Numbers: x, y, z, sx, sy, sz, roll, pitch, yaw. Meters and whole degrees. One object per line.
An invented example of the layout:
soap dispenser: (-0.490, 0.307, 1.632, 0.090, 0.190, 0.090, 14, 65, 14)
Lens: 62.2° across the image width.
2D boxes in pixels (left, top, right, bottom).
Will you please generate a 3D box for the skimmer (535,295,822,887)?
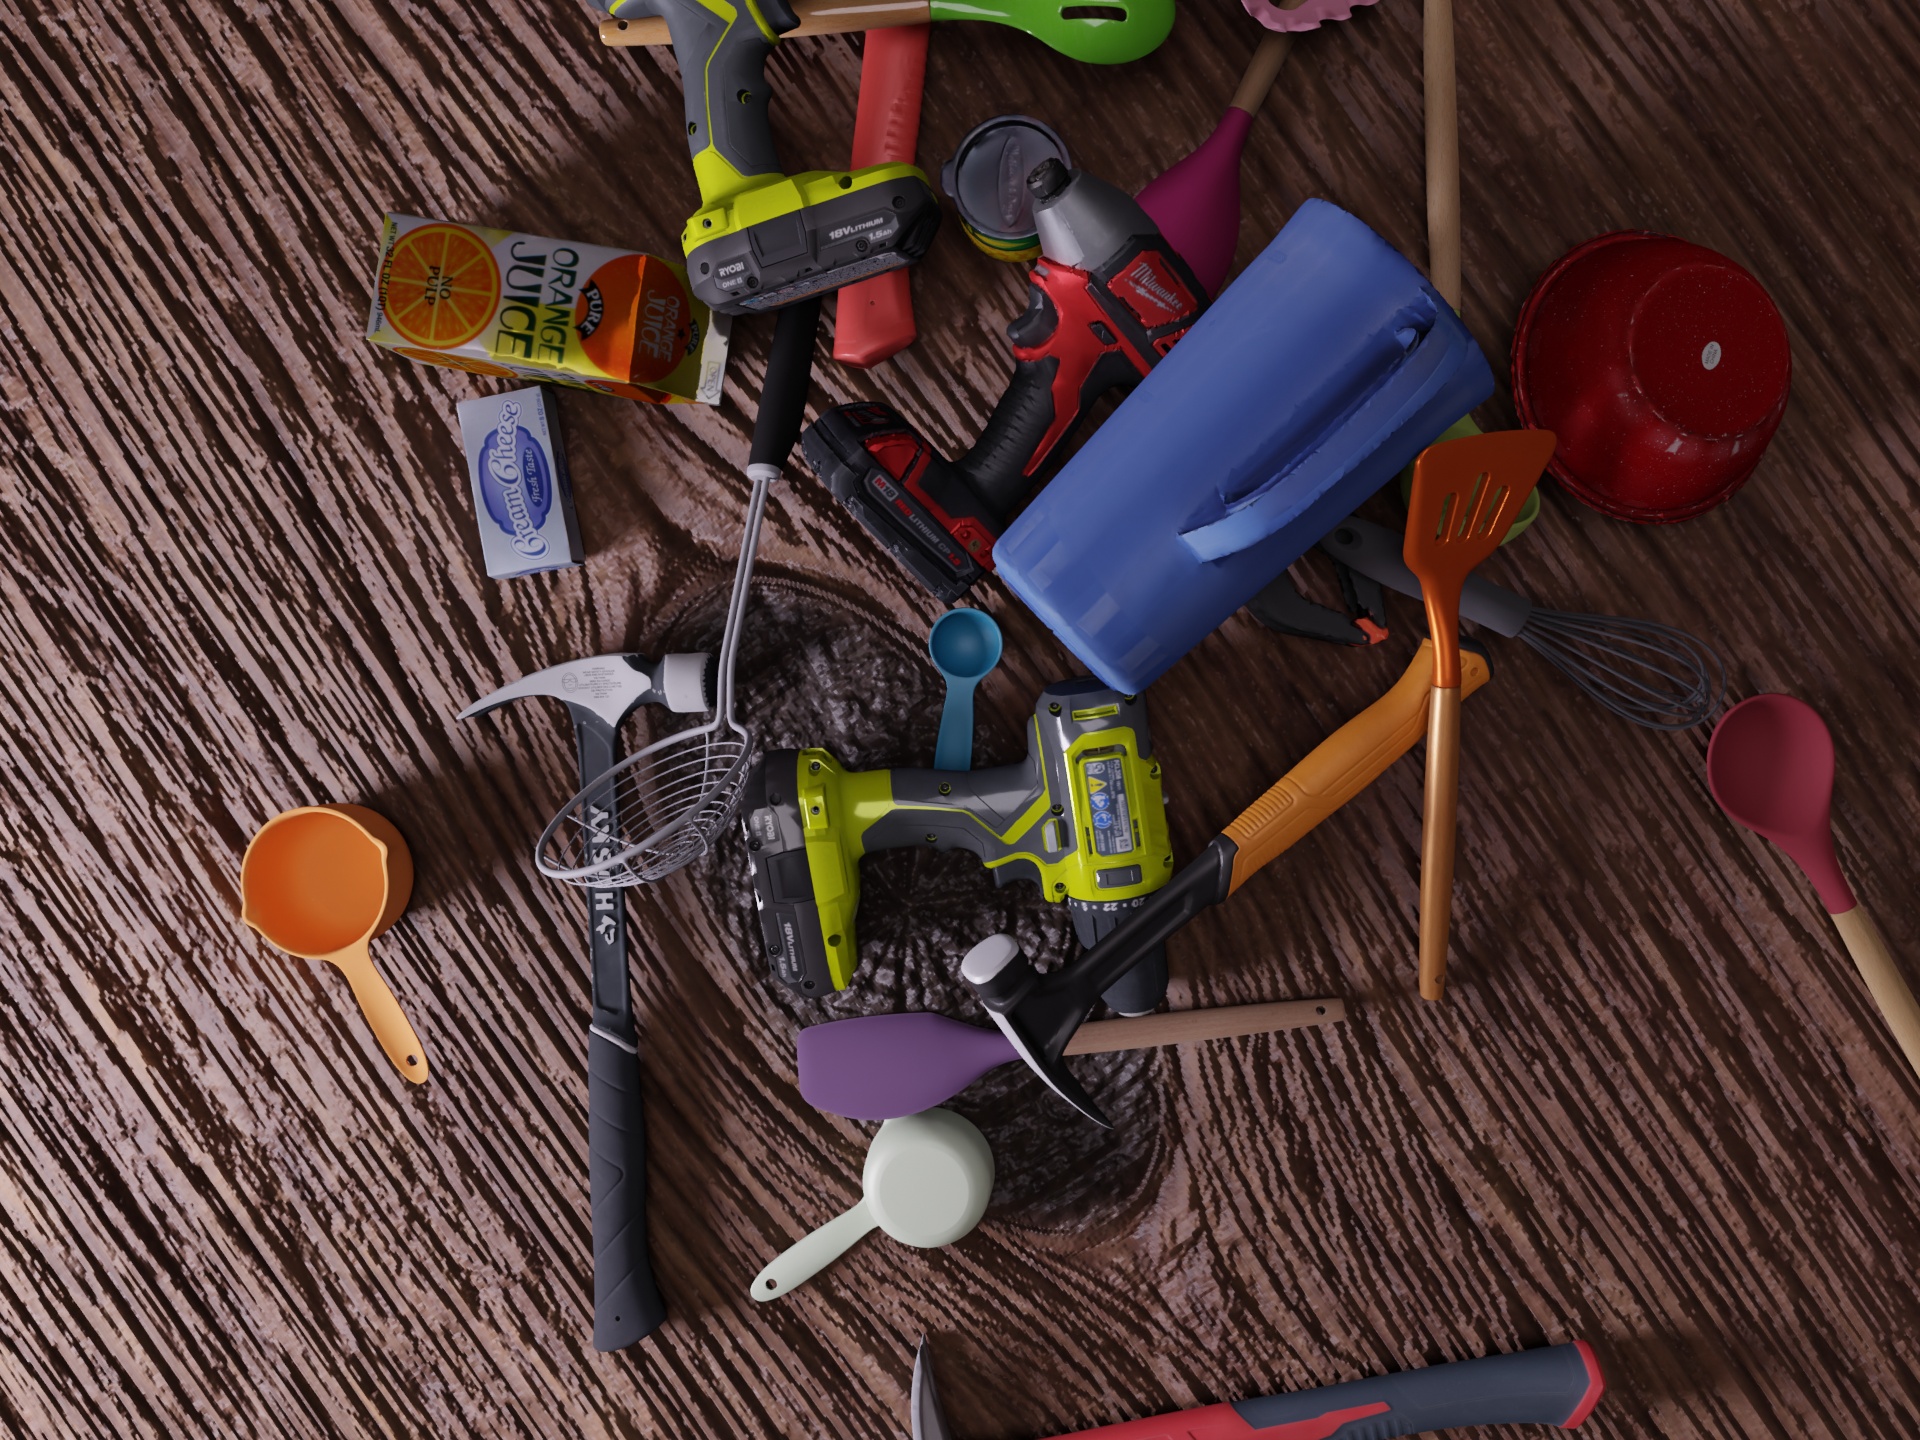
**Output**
skimmer: (-0.140, -0.086, 0.855, 0.090, 0.127, 0.363, 19, 77, -40)

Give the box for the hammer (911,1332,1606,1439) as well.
hammer: (0.165, 0.390, 0.907, 0.386, 0.038, 0.143, -13, 90, 5)

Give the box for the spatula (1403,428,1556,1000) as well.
spatula: (0.261, 0.006, 0.841, 0.081, 0.041, 0.322, -9, 110, -17)

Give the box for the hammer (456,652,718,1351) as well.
hammer: (-0.209, 0.165, 0.928, 0.149, 0.036, 0.409, -2, 93, 6)

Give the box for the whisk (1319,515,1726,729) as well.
whisk: (0.302, -0.058, 0.859, 0.239, 0.055, 0.055, 24, 94, -3)

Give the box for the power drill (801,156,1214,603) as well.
power drill: (0.027, -0.183, 0.848, 0.219, 0.079, 0.143, -43, 121, 5)

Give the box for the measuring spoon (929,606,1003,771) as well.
measuring spoon: (-0.001, -0.003, 0.916, 0.042, 0.021, 0.128, 7, 102, 1)

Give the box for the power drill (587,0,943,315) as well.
power drill: (-0.096, -0.339, 0.824, 0.171, 0.080, 0.223, -15, 97, 12)

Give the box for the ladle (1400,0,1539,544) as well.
ladle: (0.271, -0.251, 0.862, 0.078, 0.062, 0.320, -1, 89, -21)

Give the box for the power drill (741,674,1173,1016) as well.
power drill: (0.006, 0.084, 0.886, 0.228, 0.080, 0.190, -8, 102, 2)

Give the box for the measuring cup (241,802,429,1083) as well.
measuring cup: (-0.346, 0.129, 0.929, 0.095, 0.052, 0.173, -27, 92, 5)

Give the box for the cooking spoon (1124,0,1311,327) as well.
cooking spoon: (0.167, -0.361, 0.882, 0.069, 0.017, 0.319, 27, 95, 2)

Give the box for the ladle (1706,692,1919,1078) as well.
ladle: (0.500, 0.125, 0.875, 0.069, 0.031, 0.315, -29, 92, 8)

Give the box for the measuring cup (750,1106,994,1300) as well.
measuring cup: (-0.056, 0.291, 0.918, 0.167, 0.038, 0.083, -36, 90, 3)

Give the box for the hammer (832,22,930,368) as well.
hammer: (-0.045, -0.381, 0.890, 0.149, 0.037, 0.359, 7, 93, 4)

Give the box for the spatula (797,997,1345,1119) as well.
spatula: (0.062, 0.186, 0.914, 0.316, 0.018, 0.060, -8, 75, 5)

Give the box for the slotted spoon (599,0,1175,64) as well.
slotted spoon: (-0.042, -0.382, 0.859, 0.314, 0.031, 0.070, -2, 85, 6)

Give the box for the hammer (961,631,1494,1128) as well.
hammer: (0.161, 0.071, 0.858, 0.337, 0.034, 0.127, -39, 116, -9)

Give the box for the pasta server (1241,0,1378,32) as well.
pasta server: (0.298, -0.425, 0.849, 0.316, 0.040, 0.060, -14, 102, -1)
